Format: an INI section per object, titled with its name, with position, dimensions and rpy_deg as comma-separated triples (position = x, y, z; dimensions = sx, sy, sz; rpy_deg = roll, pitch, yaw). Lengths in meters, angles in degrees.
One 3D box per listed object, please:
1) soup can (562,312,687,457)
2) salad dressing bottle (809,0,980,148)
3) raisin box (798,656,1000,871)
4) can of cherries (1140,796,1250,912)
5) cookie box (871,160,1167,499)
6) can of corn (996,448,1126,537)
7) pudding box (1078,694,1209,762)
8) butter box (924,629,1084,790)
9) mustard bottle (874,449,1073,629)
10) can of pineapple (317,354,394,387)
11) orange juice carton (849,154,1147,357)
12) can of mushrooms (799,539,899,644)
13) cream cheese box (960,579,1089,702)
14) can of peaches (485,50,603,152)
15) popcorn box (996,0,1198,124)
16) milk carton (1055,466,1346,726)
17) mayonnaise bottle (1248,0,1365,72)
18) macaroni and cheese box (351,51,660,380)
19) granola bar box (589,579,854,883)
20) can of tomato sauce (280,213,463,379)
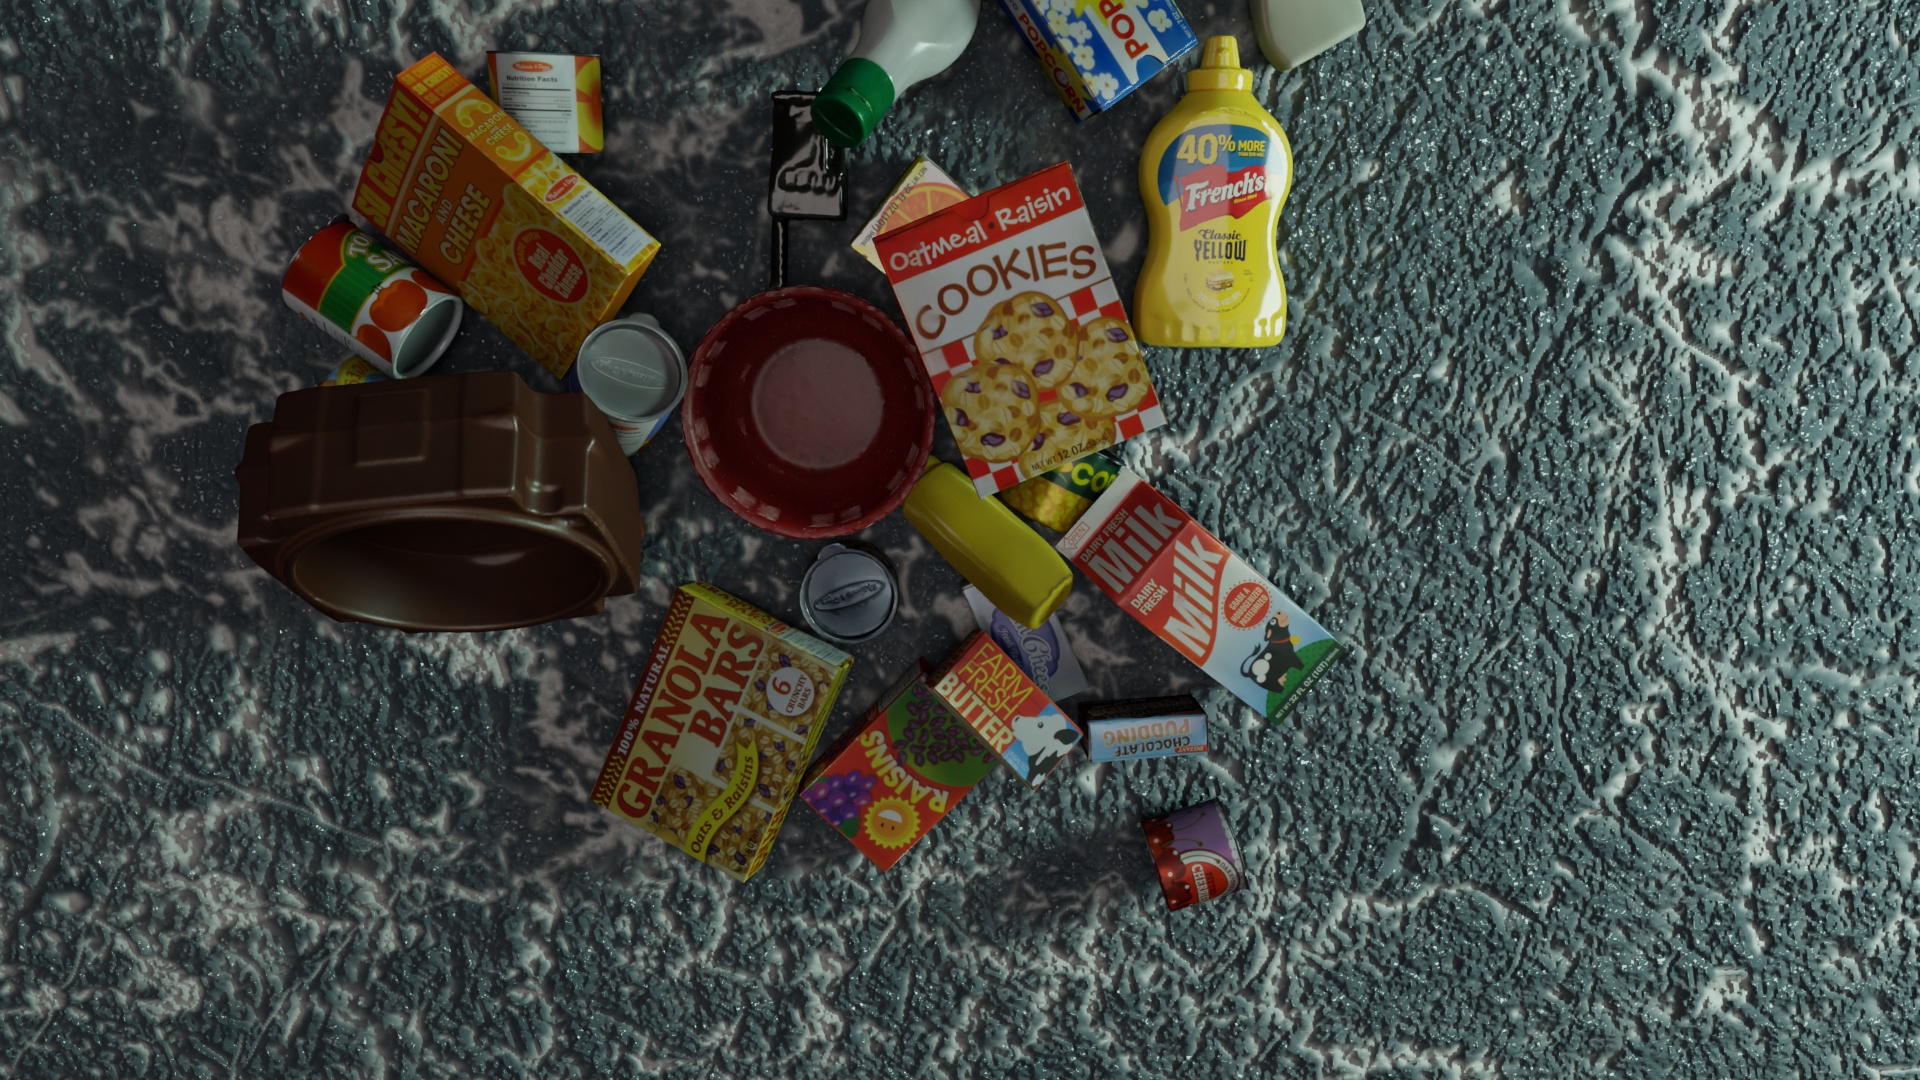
[soup can]
position = -0.211, -0.095, 0.868
dimensions = 0.071, 0.083, 0.071
rpy_deg = 6, 75, -22
[salad dressing bottle]
position = -0.039, -0.292, 0.823
dimensions = 0.064, 0.044, 0.148
rpy_deg = 38, 58, -12
[raisin box]
position = -0.040, 0.155, 0.961
dimensions = 0.086, 0.040, 0.123
rpy_deg = 44, 95, -11
[can of cherries]
position = 0.163, 0.221, 0.969
dimensions = 0.058, 0.071, 0.071
rpy_deg = -17, 102, 1
[cookie box]
position = 0.036, -0.125, 0.830
dimensions = 0.123, 0.040, 0.167
rpy_deg = -22, 103, 2
[can of corn]
position = 0.067, -0.040, 0.910
dimensions = 0.071, 0.071, 0.058
rpy_deg = 26, 101, -8
[pudding box]
position = 0.125, 0.130, 0.959
dimensions = 0.084, 0.050, 0.030
rpy_deg = -4, 101, -2
[butter box]
position = 0.029, 0.113, 0.930
dimensions = 0.103, 0.024, 0.053
rpy_deg = 46, 77, -11
[mustard bottle]
position = 0.003, -0.011, 0.908
dimensions = 0.049, 0.065, 0.160
rpy_deg = -43, 74, -15
[can of pineapple]
position = -0.375, -0.078, 0.881
dimensions = 0.058, 0.071, 0.071
rpy_deg = 38, 98, -9
[orange juice carton]
position = 0.025, -0.154, 0.882
dimensions = 0.192, 0.073, 0.071
rpy_deg = 39, 98, -10
[can of mushrooms]
position = -0.075, 0.032, 0.937
dimensions = 0.071, 0.033, 0.071
rpy_deg = -1, 102, -2
[cream cheese box]
position = 0.044, 0.065, 0.954
dimensions = 0.053, 0.024, 0.103
rpy_deg = -24, 102, 2
[can of peaches]
position = -0.252, -0.268, 0.848
dimensions = 0.071, 0.071, 0.058
rpy_deg = 1, 108, -3
[popcorn box]
position = 0.075, -0.333, 0.851
dimensions = 0.085, 0.038, 0.126
rpy_deg = -39, 102, -17
[milk carton]
position = 0.153, 0.033, 0.912
dimensions = 0.190, 0.073, 0.072
rpy_deg = 38, 98, -20
[mayonnaise bottle]
position = 0.193, -0.371, 0.862
dimensions = 0.065, 0.041, 0.148
rpy_deg = -29, 101, 2
[macaroni and cheese box]
position = -0.278, -0.191, 0.841
dimensions = 0.166, 0.040, 0.123
rpy_deg = 40, 138, -10
[granola bar box]
position = -0.161, 0.128, 0.934
dimensions = 0.124, 0.039, 0.165
rpy_deg = 26, 100, 9
[can of tomato sauce]
position = -0.362, -0.149, 0.860
dimensions = 0.083, 0.071, 0.071
rpy_deg = 34, 99, 1
